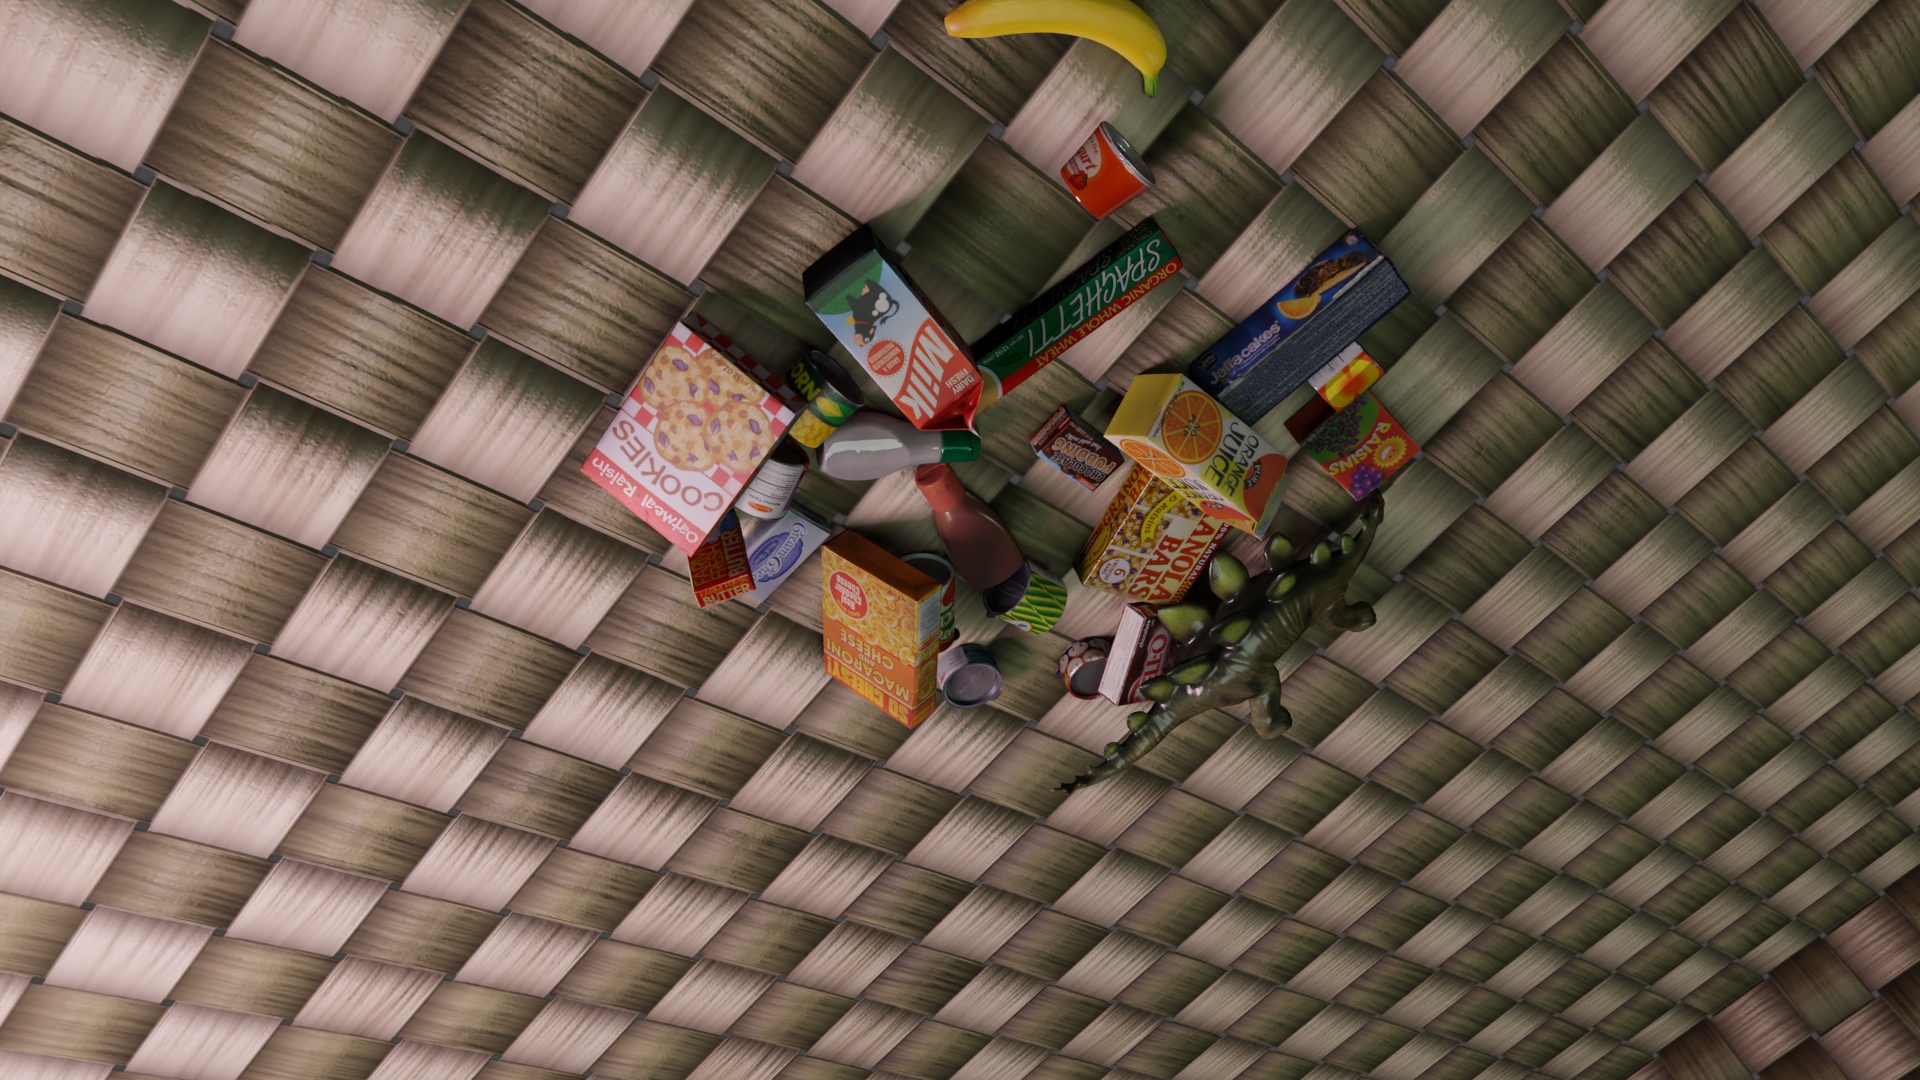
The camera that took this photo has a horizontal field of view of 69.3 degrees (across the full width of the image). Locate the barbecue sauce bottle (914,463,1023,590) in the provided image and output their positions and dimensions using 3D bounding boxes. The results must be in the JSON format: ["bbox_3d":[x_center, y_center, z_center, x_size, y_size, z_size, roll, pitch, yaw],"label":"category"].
[{"bbox_3d":[0.005,-0.017,1.346,0.065,0.044,0.148,-30,130,5],"label":"barbecue sauce bottle"}]

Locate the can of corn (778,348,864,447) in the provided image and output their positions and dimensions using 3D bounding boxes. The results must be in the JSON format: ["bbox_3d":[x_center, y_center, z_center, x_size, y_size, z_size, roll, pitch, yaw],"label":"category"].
[{"bbox_3d":[-0.128,-0.124,1.199,0.058,0.071,0.071,-42,128,16],"label":"can of corn"}]

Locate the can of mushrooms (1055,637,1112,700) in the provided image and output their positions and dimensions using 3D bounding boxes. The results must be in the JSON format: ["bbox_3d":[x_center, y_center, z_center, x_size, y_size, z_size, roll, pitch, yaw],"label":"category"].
[{"bbox_3d":[0.141,0.143,1.526,0.071,0.033,0.070,-10,130,-12],"label":"can of mushrooms"}]

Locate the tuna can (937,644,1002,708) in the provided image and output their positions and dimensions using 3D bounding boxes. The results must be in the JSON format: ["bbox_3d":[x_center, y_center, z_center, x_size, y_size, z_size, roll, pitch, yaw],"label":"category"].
[{"bbox_3d":[0.011,0.145,1.483,0.071,0.033,0.070,-9,130,-11],"label":"tuna can"}]

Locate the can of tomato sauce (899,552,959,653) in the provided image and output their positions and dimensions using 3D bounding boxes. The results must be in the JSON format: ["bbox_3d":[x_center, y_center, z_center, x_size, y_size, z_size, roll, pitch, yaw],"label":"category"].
[{"bbox_3d":[-0.036,0.064,1.379,0.071,0.071,0.082,-9,129,-12],"label":"can of tomato sauce"}]

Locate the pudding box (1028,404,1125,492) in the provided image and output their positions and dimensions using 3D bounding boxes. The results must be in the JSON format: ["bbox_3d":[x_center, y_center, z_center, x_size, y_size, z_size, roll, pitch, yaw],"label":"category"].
[{"bbox_3d":[0.112,-0.087,1.335,0.049,0.030,0.083,-44,128,18],"label":"pudding box"}]

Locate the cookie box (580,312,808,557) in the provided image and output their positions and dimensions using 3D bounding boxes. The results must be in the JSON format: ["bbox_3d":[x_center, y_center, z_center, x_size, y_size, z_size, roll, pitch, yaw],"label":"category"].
[{"bbox_3d":[-0.227,-0.087,1.175,0.123,0.040,0.167,39,112,-3],"label":"cookie box"}]

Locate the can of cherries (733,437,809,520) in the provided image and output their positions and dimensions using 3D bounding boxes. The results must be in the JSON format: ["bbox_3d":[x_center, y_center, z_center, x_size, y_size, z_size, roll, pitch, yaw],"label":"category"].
[{"bbox_3d":[-0.176,-0.061,1.234,0.071,0.072,0.058,16,115,-28],"label":"can of cherries"}]

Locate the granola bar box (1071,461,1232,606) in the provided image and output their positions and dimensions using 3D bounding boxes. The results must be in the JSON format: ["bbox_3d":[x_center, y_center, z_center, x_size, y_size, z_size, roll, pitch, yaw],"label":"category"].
[{"bbox_3d":[0.208,-0.013,1.421,0.124,0.039,0.164,14,121,-27],"label":"granola bar box"}]

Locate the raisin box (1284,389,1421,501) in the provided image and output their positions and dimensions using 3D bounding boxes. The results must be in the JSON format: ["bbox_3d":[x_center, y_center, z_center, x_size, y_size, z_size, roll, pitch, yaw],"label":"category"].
[{"bbox_3d":[0.400,-0.105,1.414,0.086,0.040,0.123,-43,129,15],"label":"raisin box"}]

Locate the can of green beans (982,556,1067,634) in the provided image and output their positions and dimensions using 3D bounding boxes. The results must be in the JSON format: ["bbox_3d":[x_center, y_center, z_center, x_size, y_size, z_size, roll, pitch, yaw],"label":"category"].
[{"bbox_3d":[0.066,0.055,1.409,0.058,0.071,0.071,30,113,-35],"label":"can of green beans"}]

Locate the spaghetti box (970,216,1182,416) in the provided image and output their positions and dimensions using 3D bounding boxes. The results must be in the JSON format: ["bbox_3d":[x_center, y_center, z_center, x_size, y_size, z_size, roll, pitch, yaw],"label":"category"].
[{"bbox_3d":[0.084,-0.195,1.241,0.250,0.029,0.050,-35,130,10],"label":"spaghetti box"}]

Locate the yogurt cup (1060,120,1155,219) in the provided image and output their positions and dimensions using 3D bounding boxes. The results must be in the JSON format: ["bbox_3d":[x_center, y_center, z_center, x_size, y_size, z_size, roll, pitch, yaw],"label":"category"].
[{"bbox_3d":[0.120,-0.302,1.146,0.053,0.073,0.072,-38,130,23],"label":"yogurt cup"}]

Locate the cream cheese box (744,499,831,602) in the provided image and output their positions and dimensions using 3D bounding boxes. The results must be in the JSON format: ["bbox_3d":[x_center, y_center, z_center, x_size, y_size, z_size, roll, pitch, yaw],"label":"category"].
[{"bbox_3d":[-0.177,0.009,1.316,0.103,0.024,0.053,-44,128,17],"label":"cream cheese box"}]

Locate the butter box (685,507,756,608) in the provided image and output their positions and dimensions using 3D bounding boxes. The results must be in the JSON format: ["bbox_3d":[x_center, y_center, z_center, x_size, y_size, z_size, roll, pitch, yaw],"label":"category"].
[{"bbox_3d":[-0.220,0.014,1.253,0.053,0.104,0.024,-19,132,-4],"label":"butter box"}]

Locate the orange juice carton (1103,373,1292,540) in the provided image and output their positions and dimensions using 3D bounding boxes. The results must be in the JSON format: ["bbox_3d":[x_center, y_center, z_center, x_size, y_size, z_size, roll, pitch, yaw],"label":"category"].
[{"bbox_3d":[0.238,-0.078,1.321,0.192,0.073,0.072,34,79,-25],"label":"orange juice carton"}]

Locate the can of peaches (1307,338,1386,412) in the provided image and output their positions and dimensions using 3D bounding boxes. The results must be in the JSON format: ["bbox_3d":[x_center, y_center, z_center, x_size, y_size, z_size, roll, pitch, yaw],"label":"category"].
[{"bbox_3d":[0.366,-0.165,1.336,0.058,0.071,0.071,-43,128,17],"label":"can of peaches"}]

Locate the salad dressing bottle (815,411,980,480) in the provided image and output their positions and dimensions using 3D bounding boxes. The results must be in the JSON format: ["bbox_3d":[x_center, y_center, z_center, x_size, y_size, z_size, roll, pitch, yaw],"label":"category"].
[{"bbox_3d":[-0.057,-0.087,1.269,0.148,0.044,0.064,-3,126,-18],"label":"salad dressing bottle"}]

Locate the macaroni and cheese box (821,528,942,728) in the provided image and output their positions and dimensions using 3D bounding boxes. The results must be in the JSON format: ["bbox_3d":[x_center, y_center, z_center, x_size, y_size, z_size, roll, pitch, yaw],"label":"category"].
[{"bbox_3d":[-0.077,0.086,1.349,0.040,0.124,0.165,-35,142,-38],"label":"macaroni and cheese box"}]

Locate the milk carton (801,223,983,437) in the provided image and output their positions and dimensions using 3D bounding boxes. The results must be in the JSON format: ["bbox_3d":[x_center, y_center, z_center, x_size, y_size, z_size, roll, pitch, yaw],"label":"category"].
[{"bbox_3d":[-0.044,-0.165,1.171,0.073,0.072,0.190,-36,119,11],"label":"milk carton"}]
